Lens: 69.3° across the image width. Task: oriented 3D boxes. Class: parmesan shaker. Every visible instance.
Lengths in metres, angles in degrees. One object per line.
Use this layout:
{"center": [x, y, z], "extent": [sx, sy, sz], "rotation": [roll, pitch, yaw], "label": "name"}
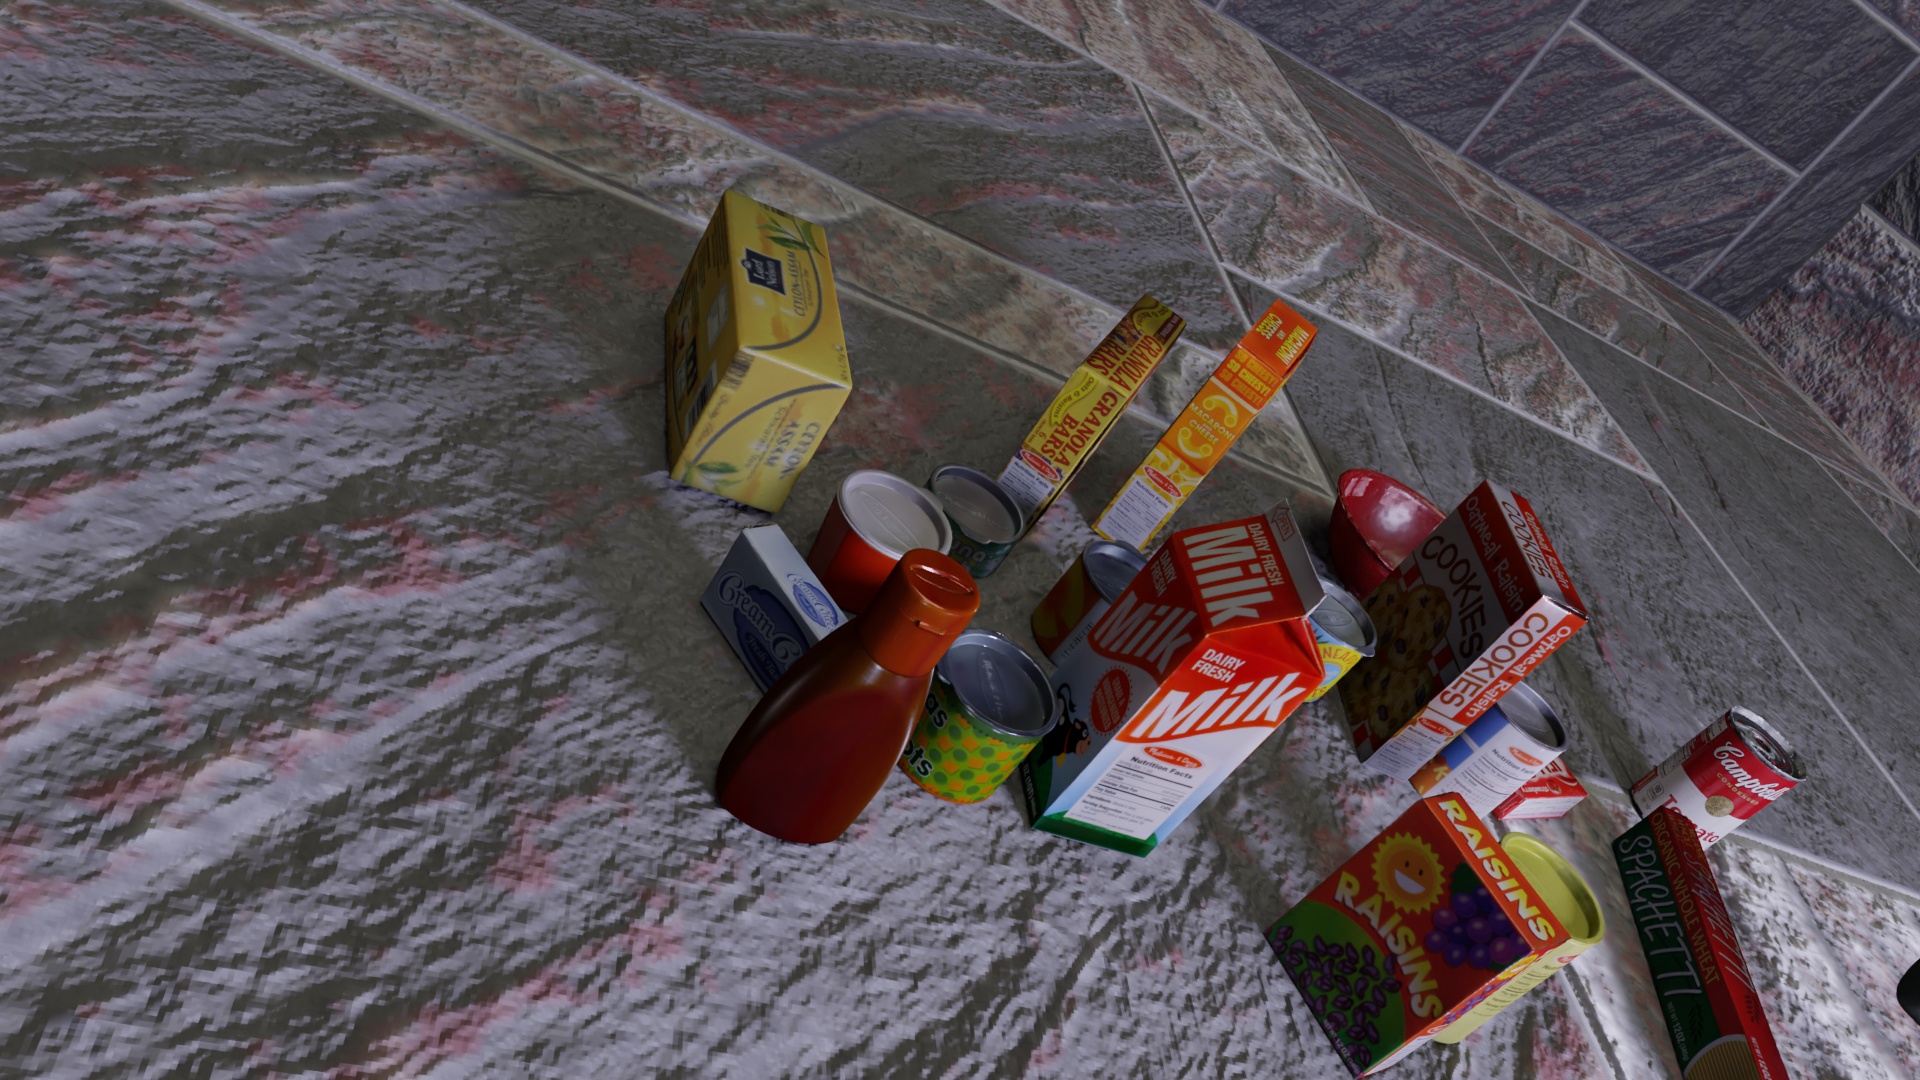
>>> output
{"center": [0.274, 0.210, 0.732], "extent": [0.071, 0.102, 0.072], "rotation": [25, 34, -18], "label": "parmesan shaker"}

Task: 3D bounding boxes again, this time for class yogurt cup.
{"center": [-0.046, 0.003, 0.743], "extent": [0.072, 0.053, 0.073], "rotation": [25, 34, -18], "label": "yogurt cup"}

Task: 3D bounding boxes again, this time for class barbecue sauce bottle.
{"center": [-0.044, 0.066, 0.576], "extent": [0.065, 0.147, 0.044], "rotation": [23, 34, -20], "label": "barbecue sauce bottle"}

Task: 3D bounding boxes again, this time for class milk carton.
{"center": [0.108, 0.066, 0.679], "extent": [0.073, 0.189, 0.073], "rotation": [20, 35, -24], "label": "milk carton"}

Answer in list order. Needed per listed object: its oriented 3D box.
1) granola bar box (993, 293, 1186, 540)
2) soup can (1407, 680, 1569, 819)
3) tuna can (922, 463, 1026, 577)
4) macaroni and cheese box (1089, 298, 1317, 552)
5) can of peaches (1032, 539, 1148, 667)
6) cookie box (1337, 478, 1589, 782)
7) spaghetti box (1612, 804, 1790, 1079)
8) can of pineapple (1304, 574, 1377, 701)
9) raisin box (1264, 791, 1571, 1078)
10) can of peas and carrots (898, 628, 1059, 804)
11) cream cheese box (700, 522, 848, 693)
{"center": [0.083, -0.084, 0.910], "extent": [0.039, 0.123, 0.166], "rotation": [38, 32, 2], "label": "granola bar box"}
{"center": [0.343, 0.134, 0.912], "extent": [0.071, 0.083, 0.072], "rotation": [25, 34, -18], "label": "soup can"}
{"center": [0.003, -0.010, 0.826], "extent": [0.071, 0.032, 0.071], "rotation": [25, 34, -18], "label": "tuna can"}
{"center": [0.166, -0.075, 0.938], "extent": [0.040, 0.165, 0.124], "rotation": [39, 32, 5], "label": "macaroni and cheese box"}
{"center": [0.084, 0.042, 0.812], "extent": [0.071, 0.057, 0.071], "rotation": [25, 34, -18], "label": "can of peaches"}
{"center": [0.318, 0.058, 0.908], "extent": [0.040, 0.166, 0.123], "rotation": [25, 34, -17], "label": "cookie box"}
{"center": [0.471, 0.271, 0.889], "extent": [0.028, 0.050, 0.251], "rotation": [31, 33, -8], "label": "spaghetti box"}
{"center": [0.232, 0.066, 0.919], "extent": [0.071, 0.057, 0.071], "rotation": [25, 34, -18], "label": "can of pineapple"}
{"center": [0.221, 0.194, 0.684], "extent": [0.040, 0.122, 0.086], "rotation": [3, 45, -42], "label": "raisin box"}
{"center": [0.003, 0.086, 0.679], "extent": [0.071, 0.058, 0.071], "rotation": [25, 34, -18], "label": "can of peas and carrots"}
{"center": [-0.080, 0.046, 0.657], "extent": [0.024, 0.053, 0.104], "rotation": [-10, 54, -49], "label": "cream cheese box"}
